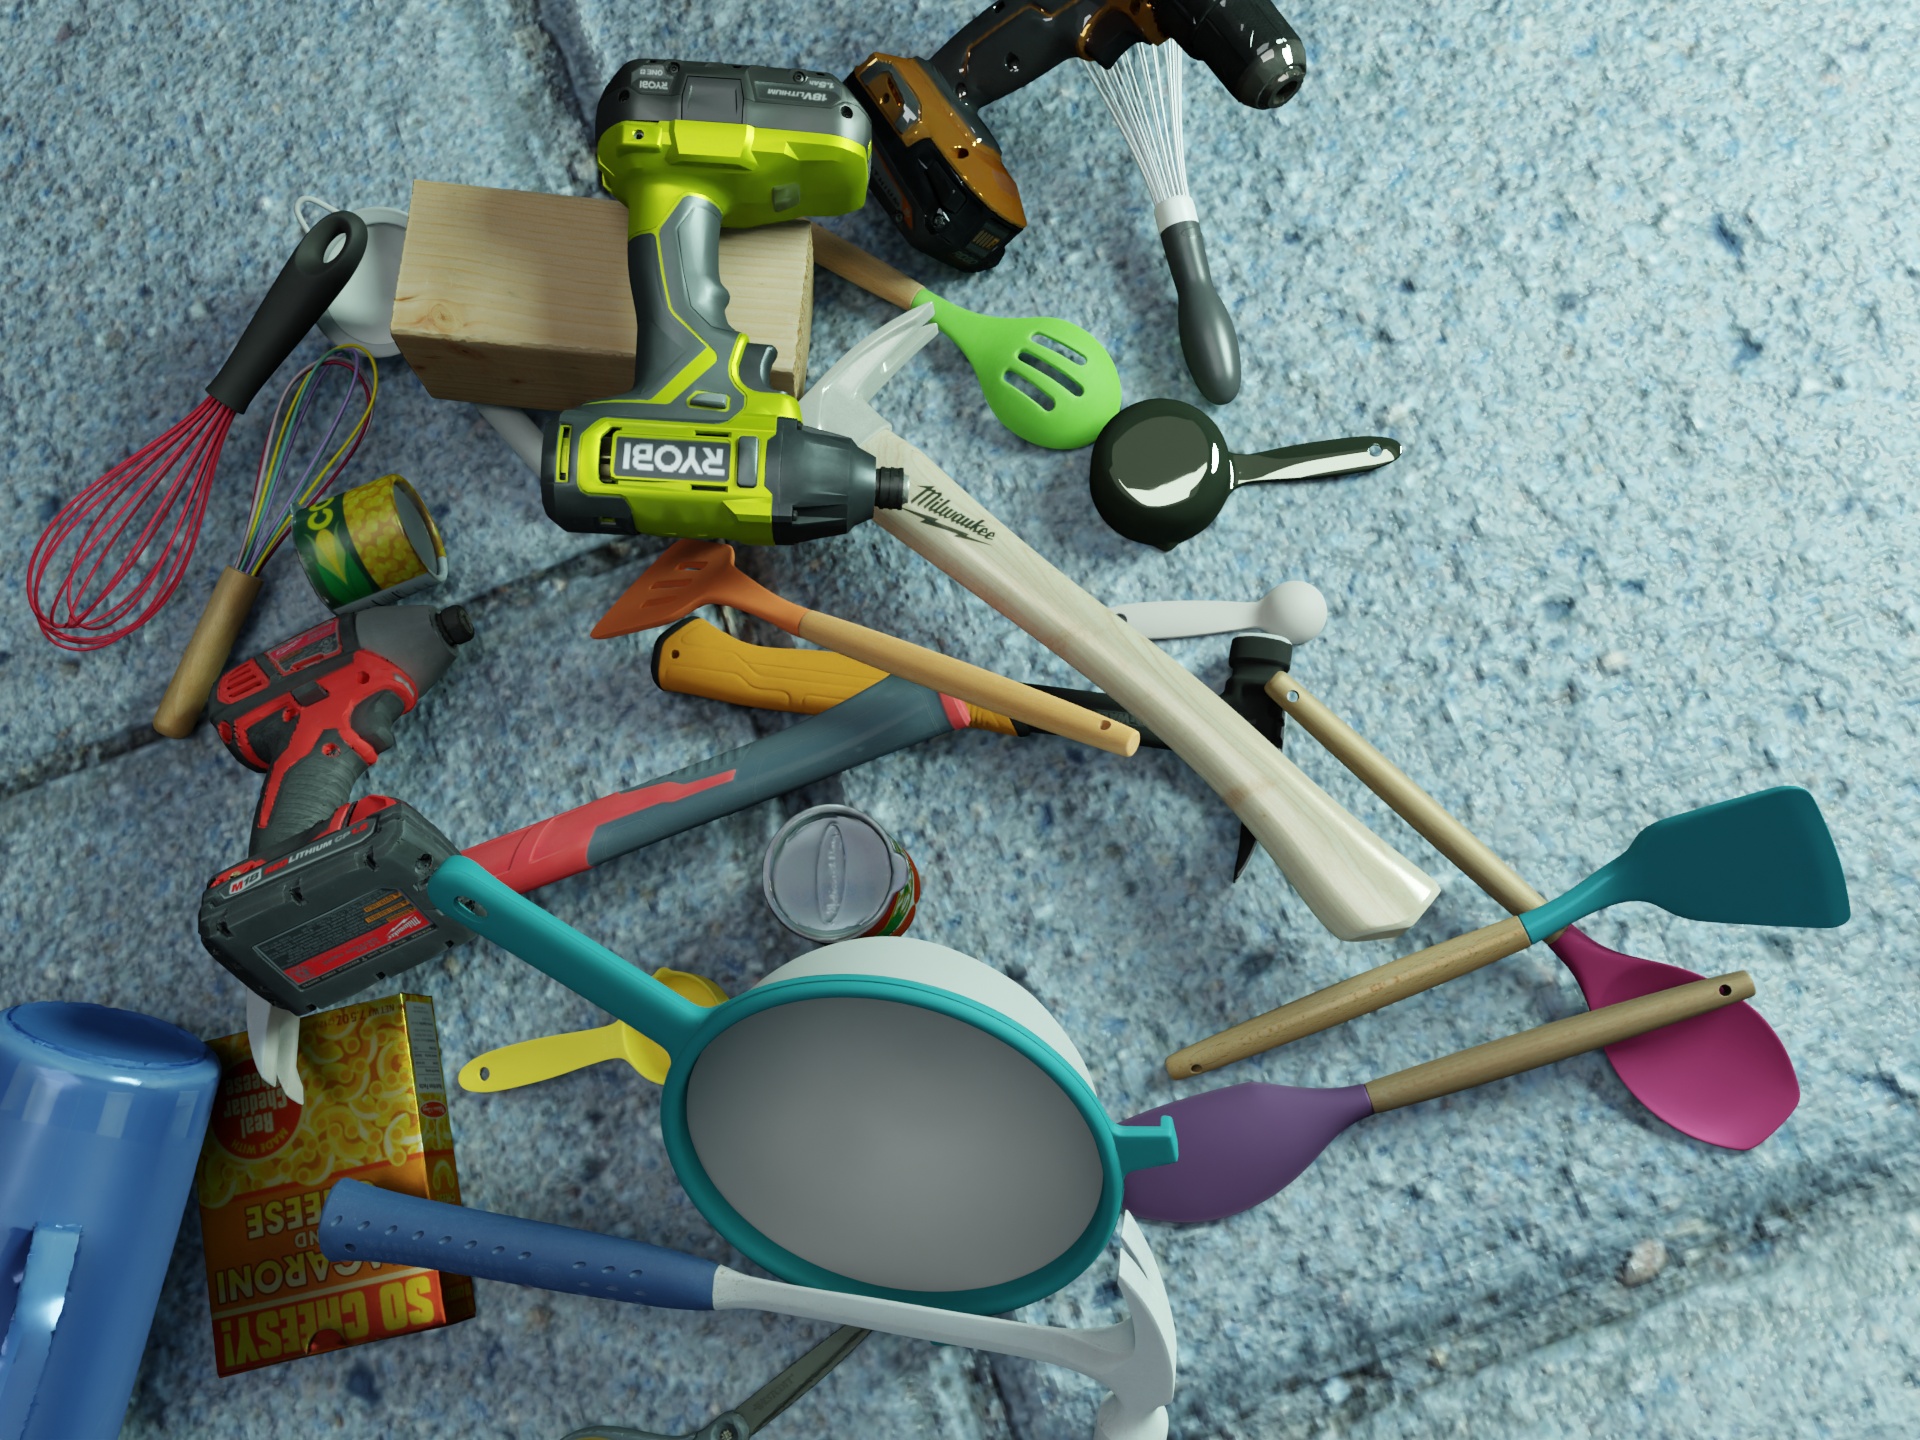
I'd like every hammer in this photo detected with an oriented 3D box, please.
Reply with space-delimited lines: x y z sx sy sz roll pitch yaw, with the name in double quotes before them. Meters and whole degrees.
"hammer" -0.001 -0.003 0.836 0.337 0.034 0.127 8 77 9
"hammer" 0.074 -0.046 0.802 0.411 0.038 0.146 41 82 15
"hammer" -0.176 0.066 0.798 0.386 0.038 0.143 -20 48 5
"hammer" -0.102 0.259 0.736 0.405 0.035 0.144 7 123 8

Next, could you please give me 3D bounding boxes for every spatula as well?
"spatula" 0.222 0.177 0.765 0.316 0.018 0.060 -20 77 8
"spatula" -0.054 -0.035 0.789 0.323 0.041 0.081 21 59 28
"spatula" 0.244 0.114 0.750 0.317 0.044 0.082 -25 115 13

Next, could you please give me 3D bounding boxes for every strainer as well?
"strainer" -0.289 -0.203 0.914 0.087 0.050 0.258 -44 82 4
"strainer" -0.078 0.140 0.735 0.340 0.095 0.211 33 123 -8

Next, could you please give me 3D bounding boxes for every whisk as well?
"whisk" -0.425 -0.164 0.892 0.073 0.073 0.296 36 91 13
"whisk" 0.111 -0.309 0.882 0.070 0.070 0.285 -13 81 4
"whisk" -0.391 -0.102 0.895 0.047 0.051 0.245 25 88 -8

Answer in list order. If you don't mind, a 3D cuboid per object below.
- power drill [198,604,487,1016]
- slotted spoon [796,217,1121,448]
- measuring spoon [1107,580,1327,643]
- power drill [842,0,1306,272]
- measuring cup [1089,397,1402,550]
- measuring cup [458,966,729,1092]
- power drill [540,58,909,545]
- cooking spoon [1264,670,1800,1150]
"power drill" -0.309 0.027 0.808 0.143 0.078 0.220 -25 45 1
"slotted spoon" -0.046 -0.248 0.902 0.314 0.031 0.070 33 86 14
"measuring spoon" 0.131 -0.056 0.840 0.124 0.018 0.034 -3 77 7
"power drill" 0.056 -0.339 0.840 0.226 0.084 0.185 -40 74 23
"measuring cup" 0.151 -0.140 0.845 0.167 0.038 0.083 -6 77 8
"measuring cup" -0.188 0.170 0.828 0.156 0.029 0.062 -16 76 15
"power drill" -0.107 -0.197 0.778 0.171 0.080 0.223 3 81 -4
"cooking spoon" 0.272 0.086 0.776 0.319 0.017 0.069 43 97 7
